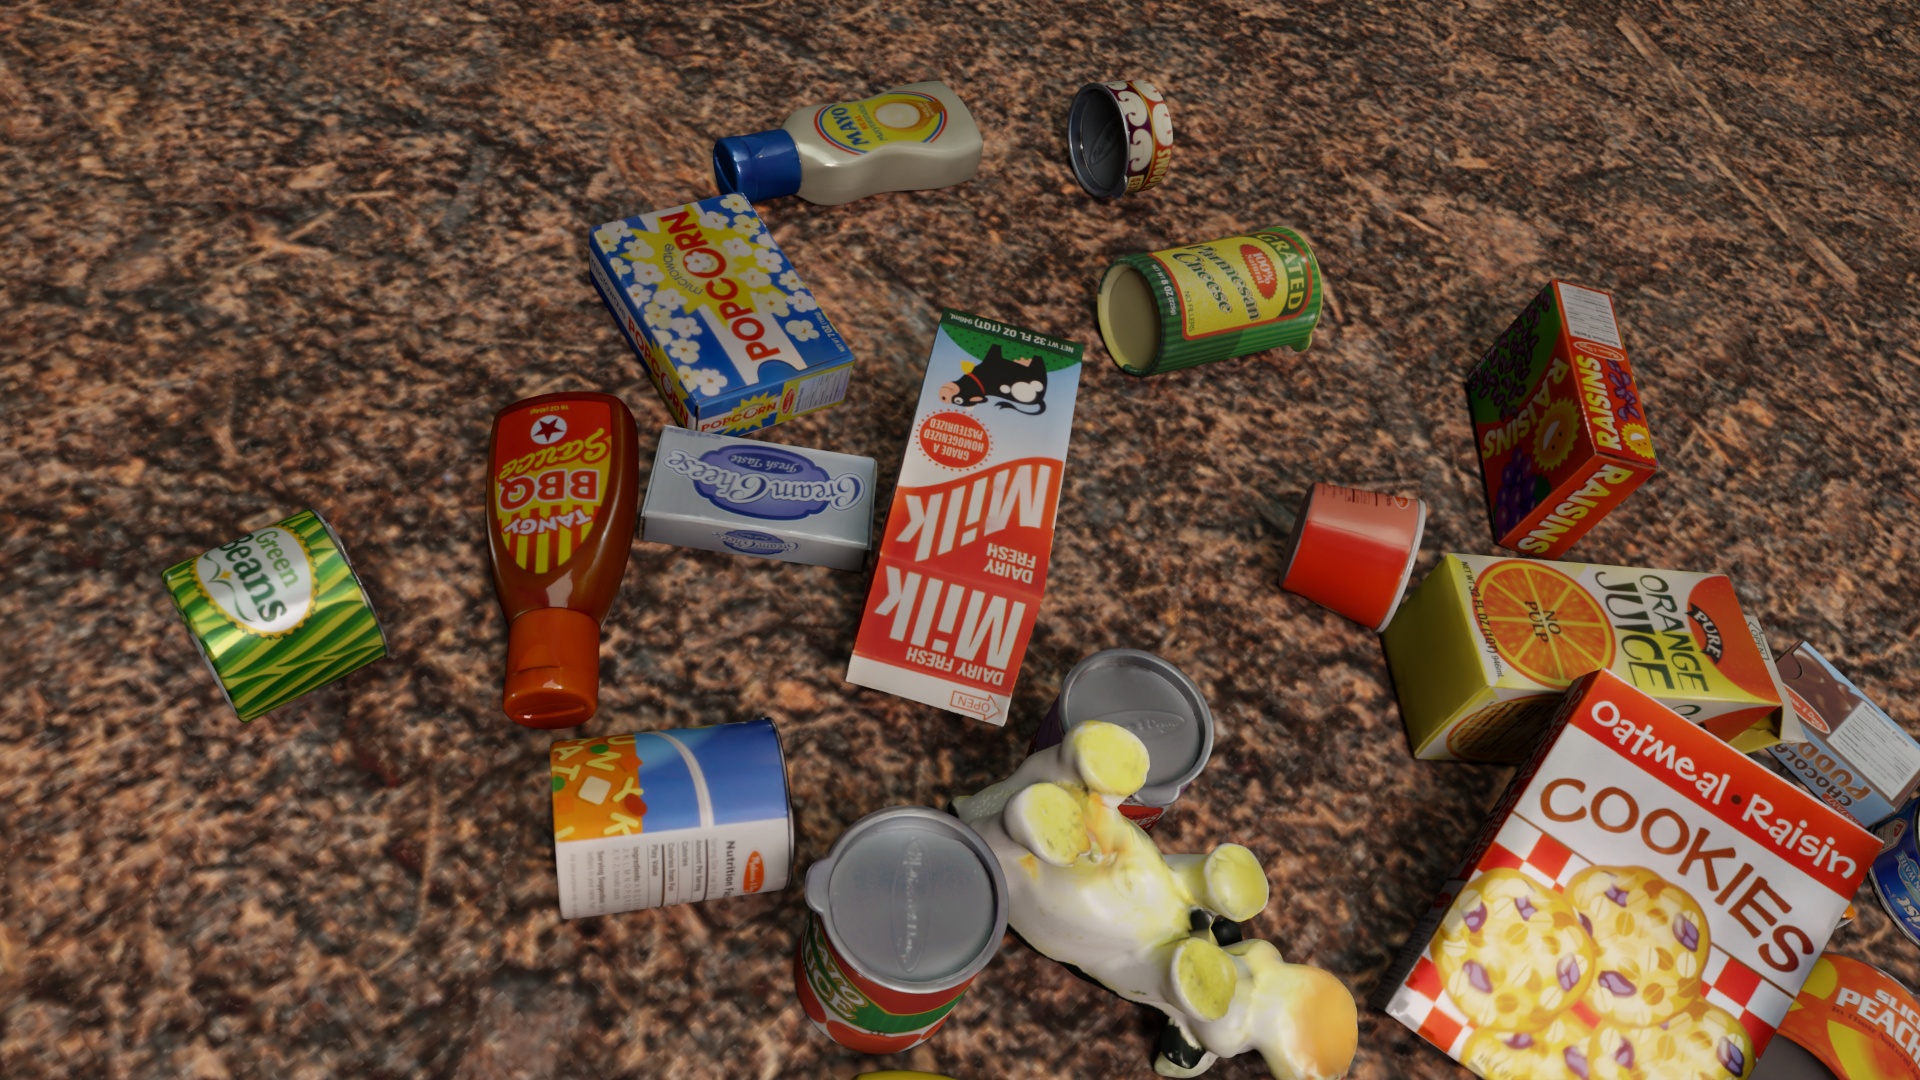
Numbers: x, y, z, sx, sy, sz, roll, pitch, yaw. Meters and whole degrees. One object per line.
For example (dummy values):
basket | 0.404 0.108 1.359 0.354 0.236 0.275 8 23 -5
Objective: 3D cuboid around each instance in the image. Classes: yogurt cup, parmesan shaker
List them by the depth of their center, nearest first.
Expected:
yogurt cup | 0.189 0.005 0.676 0.054 0.072 0.073 18 53 8
parmesan shaker | 0.136 -0.127 0.753 0.103 0.071 0.071 -15 61 -23

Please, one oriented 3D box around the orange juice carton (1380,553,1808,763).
orange juice carton | 0.309 0.061 0.660 0.193 0.072 0.072 4 54 -12

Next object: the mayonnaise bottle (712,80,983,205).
mayonnaise bottle | -0.064 -0.219 0.781 0.148 0.041 0.065 -19 64 -26

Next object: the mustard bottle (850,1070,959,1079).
mustard bottle | 0.031 0.232 0.481 0.160 0.048 0.065 16 55 -3

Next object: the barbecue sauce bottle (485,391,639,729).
barbecue sauce bottle | -0.171 0.006 0.591 0.065 0.043 0.149 -7 57 0

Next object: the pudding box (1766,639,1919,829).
pudding box | 0.434 0.096 0.694 0.050 0.030 0.084 -29 67 -29

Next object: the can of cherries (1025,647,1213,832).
can of cherries | 0.065 0.090 0.585 0.071 0.058 0.072 8 54 -11

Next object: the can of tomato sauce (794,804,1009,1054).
can of tomato sauce | -0.026 0.144 0.507 0.071 0.082 0.071 7 54 -10

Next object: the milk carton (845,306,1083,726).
milk carton | 0.002 -0.008 0.629 0.072 0.073 0.191 16 53 -4

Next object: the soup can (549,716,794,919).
soup can | -0.111 0.102 0.527 0.084 0.071 0.071 -4 57 -17

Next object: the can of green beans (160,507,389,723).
can of green beans | -0.265 0.029 0.538 0.058 0.071 0.071 -29 67 -29

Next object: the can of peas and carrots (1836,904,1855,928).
can of peas and carrots | 0.343 0.149 0.611 0.071 0.070 0.059 -5 58 -18

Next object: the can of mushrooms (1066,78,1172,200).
can of mushrooms | 0.094 -0.235 0.819 0.033 0.070 0.071 -15 61 -25

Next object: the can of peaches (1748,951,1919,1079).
can of peaches | 0.355 0.211 0.567 0.058 0.071 0.071 -22 64 -26

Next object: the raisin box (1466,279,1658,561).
raisin box | 0.318 -0.064 0.743 0.040 0.085 0.124 14 53 -11

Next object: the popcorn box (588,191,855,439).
popcorn box | -0.121 -0.112 0.693 0.085 0.038 0.127 -21 63 -28

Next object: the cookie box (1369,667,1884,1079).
cookie box | 0.265 0.154 0.560 0.123 0.040 0.167 34 82 12

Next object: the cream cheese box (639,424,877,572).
cream cheese box | -0.092 -0.019 0.643 0.104 0.024 0.053 9 54 -9
